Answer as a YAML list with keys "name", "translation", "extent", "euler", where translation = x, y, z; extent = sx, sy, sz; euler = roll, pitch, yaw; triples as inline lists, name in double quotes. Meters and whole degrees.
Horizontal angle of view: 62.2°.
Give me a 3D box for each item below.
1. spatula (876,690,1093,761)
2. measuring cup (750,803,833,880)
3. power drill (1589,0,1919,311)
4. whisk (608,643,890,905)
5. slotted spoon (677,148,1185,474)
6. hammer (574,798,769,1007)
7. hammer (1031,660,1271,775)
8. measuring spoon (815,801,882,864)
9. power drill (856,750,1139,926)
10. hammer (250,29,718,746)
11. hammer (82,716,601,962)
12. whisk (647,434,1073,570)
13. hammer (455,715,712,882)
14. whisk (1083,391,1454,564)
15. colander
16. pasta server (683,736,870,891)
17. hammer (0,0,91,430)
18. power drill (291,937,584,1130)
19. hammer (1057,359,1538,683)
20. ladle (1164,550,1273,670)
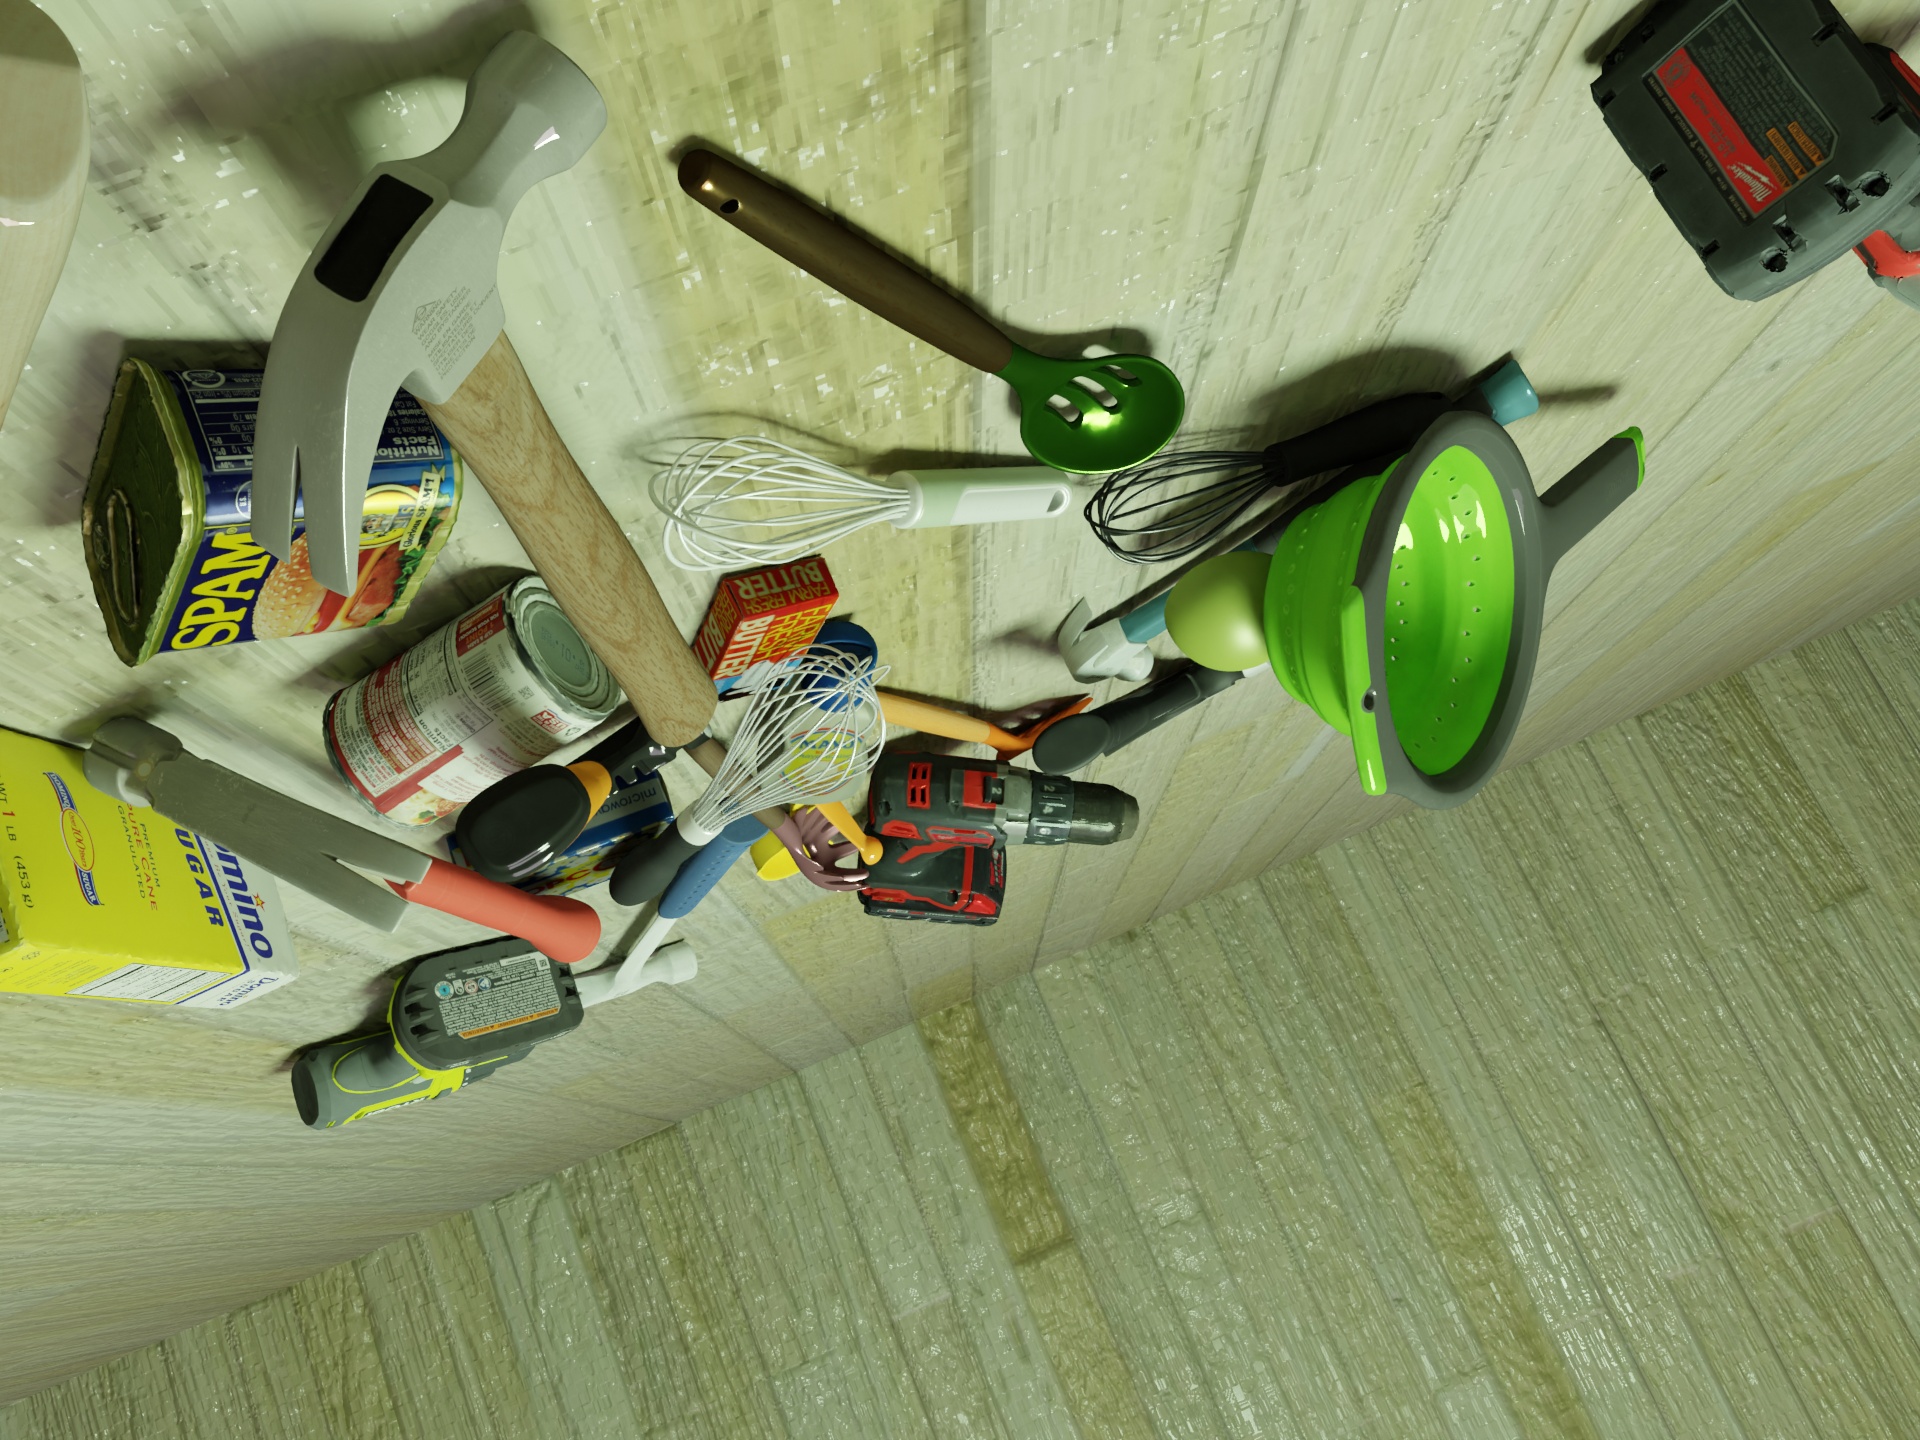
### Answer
- name: "spatula"
  translation: [-0.002, -0.003, 1.057]
  extent: [0.081, 0.041, 0.322]
  euler: [-29, 160, 22]
- name: "measuring cup"
  translation: [-0.118, 0.063, 1.120]
  extent: [0.062, 0.029, 0.156]
  euler: [-21, 153, -23]
- name: "power drill"
  translation: [0.356, -0.217, 0.632]
  extent: [0.219, 0.143, 0.078]
  euler: [-5, 154, -43]
- name: "whisk"
  translation: [-0.124, 0.041, 0.844]
  extent: [0.070, 0.070, 0.284]
  euler: [-9, 160, -42]
- name: "slotted spoon"
  translation: [0.002, -0.143, 0.580]
  extent: [0.070, 0.031, 0.313]
  euler: [-31, 162, 24]
- name: "hammer"
  translation: [-0.226, 0.149, 1.212]
  extent: [0.144, 0.035, 0.405]
  euler: [-15, 163, -30]
- name: "hammer"
  translation: [0.114, -0.002, 1.079]
  extent: [0.146, 0.035, 0.335]
  euler: [-30, 176, 22]
- name: "measuring spoon"
  translation: [-0.080, 0.058, 1.047]
  extent: [0.011, 0.021, 0.116]
  euler: [-10, 137, 26]
- name: "power drill"
  translation: [0.017, 0.086, 1.170]
  extent: [0.188, 0.080, 0.226]
  euler: [6, 158, -8]
- name: "hammer"
  translation: [-0.125, -0.055, 0.510]
  extent: [0.130, 0.031, 0.331]
  euler: [-57, 168, -15]
- name: "hammer"
  translation: [-0.241, 0.081, 0.755]
  extent: [0.037, 0.149, 0.358]
  euler: [-65, 166, -11]
- name: "whisk"
  translation: [-0.030, -0.092, 0.669]
  extent: [0.246, 0.059, 0.057]
  euler: [-12, 134, -49]
- name: "hammer"
  translation: [-0.171, 0.034, 0.673]
  extent: [0.127, 0.034, 0.337]
  euler: [-33, -175, -5]
- name: "whisk"
  translation: [0.167, -0.132, 0.823]
  extent: [0.239, 0.055, 0.055]
  euler: [-22, 165, -23]
- name: "colander"
  translation: [0.277, -0.093, 0.897]
  extent: [0.094, 0.204, 0.397]
  euler: [8, -150, 41]
- name: "pasta server"
  translation: [-0.117, 0.050, 0.990]
  extent: [0.040, 0.060, 0.316]
  euler: [-20, 157, 4]
- name: "hammer"
  translation: [-0.297, -0.021, 0.439]
  extent: [0.038, 0.146, 0.410]
  euler: [-10, 150, -44]
- name: "power drill"
  translation: [-0.382, 0.239, 1.214]
  extent: [0.190, 0.080, 0.228]
  euler: [-9, 162, -42]
- name: "hammer"
  translation: [0.195, -0.111, 0.959]
  extent: [0.331, 0.033, 0.128]
  euler: [-33, 164, 30]
- name: "ladle"
  translation: [0.203, -0.068, 1.002]
  extent: [0.078, 0.062, 0.320]
  euler: [-32, 171, 22]
